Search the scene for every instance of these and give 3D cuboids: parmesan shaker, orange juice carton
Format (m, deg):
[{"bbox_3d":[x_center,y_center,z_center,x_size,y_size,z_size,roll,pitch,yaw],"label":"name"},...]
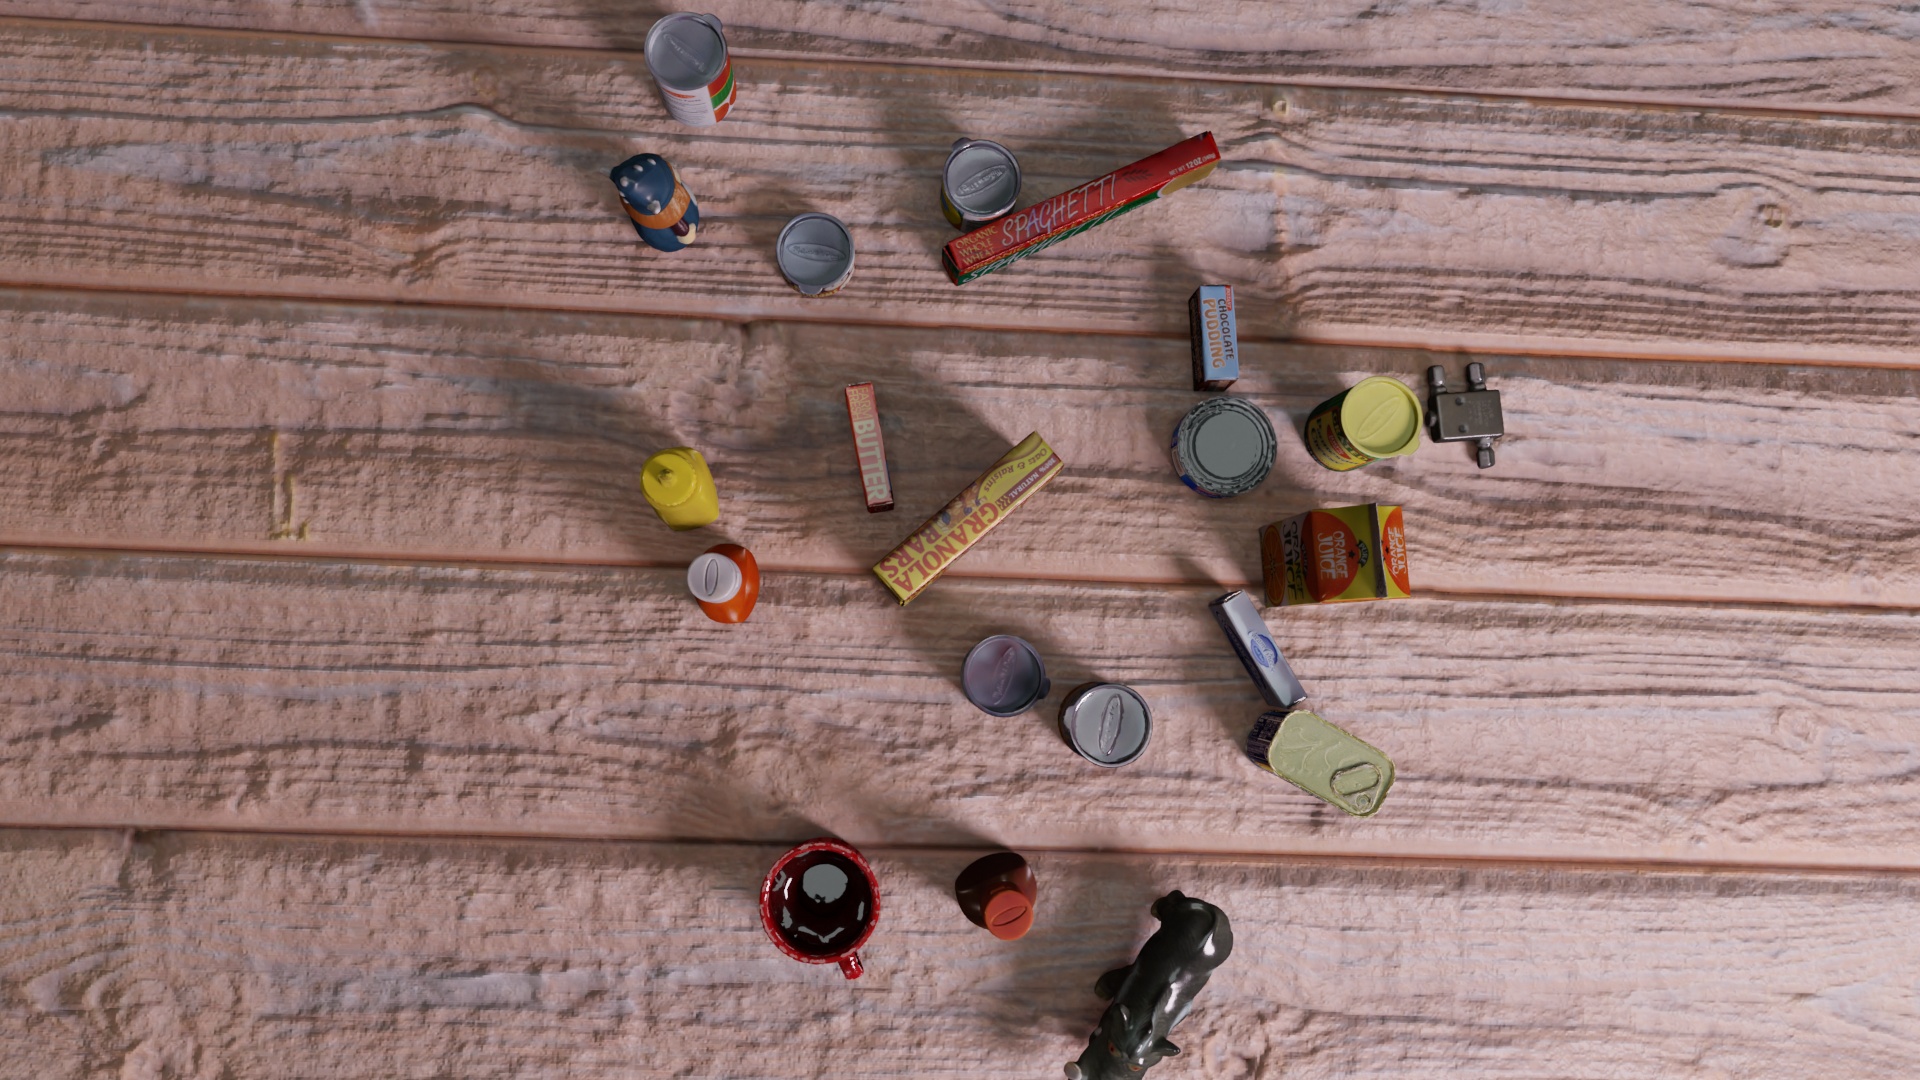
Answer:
[{"bbox_3d":[0.334,-0.092,1.154,0.071,0.103,0.071,0,85,-3],"label":"parmesan shaker"},{"bbox_3d":[0.299,0.014,1.098,0.073,0.192,0.072,-3,86,-4],"label":"orange juice carton"}]

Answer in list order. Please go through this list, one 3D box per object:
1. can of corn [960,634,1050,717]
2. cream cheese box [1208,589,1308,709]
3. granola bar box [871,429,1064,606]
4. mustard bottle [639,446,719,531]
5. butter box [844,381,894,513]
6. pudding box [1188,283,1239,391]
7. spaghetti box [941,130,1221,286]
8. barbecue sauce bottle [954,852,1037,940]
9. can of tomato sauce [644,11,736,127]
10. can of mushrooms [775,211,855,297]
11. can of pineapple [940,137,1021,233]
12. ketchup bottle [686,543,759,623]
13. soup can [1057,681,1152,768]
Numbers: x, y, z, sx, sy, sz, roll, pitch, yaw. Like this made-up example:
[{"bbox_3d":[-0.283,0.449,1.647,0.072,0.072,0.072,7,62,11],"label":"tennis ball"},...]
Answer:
[{"bbox_3d":[0.036,0.112,1.140,0.071,0.058,0.071,0,85,-3],"label":"can of corn"},{"bbox_3d":[0.247,0.091,1.157,0.024,0.053,0.104,-30,87,-5],"label":"cream cheese box"},{"bbox_3d":[0.004,-0.014,1.117,0.166,0.124,0.039,-40,89,-6],"label":"granola bar box"},{"bbox_3d":[-0.223,-0.044,1.087,0.049,0.160,0.065,-17,87,-5],"label":"mustard bottle"},{"bbox_3d":[-0.076,-0.076,1.153,0.024,0.053,0.103,-10,86,-4],"label":"butter box"},{"bbox_3d":[0.215,-0.172,1.181,0.030,0.049,0.083,-2,85,-4],"label":"pudding box"},{"bbox_3d":[0.102,-0.282,1.184,0.250,0.050,0.028,-25,87,-5],"label":"spaghetti box"},{"bbox_3d":[0.031,0.277,1.079,0.065,0.148,0.043,-23,87,-5],"label":"barbecue sauce bottle"},{"bbox_3d":[-0.222,-0.392,1.158,0.071,0.083,0.071,0,85,-3],"label":"can of tomato sauce"},{"bbox_3d":[-0.123,-0.239,1.175,0.071,0.033,0.071,0,85,-3],"label":"can of mushrooms"},{"bbox_3d":[0.016,-0.300,1.177,0.071,0.058,0.071,0,85,-3],"label":"can of pineapple"},{"bbox_3d":[-0.185,0.032,1.088,0.043,0.148,0.065,5,85,-3],"label":"ketchup bottle"},{"bbox_3d":[0.113,0.147,1.129,0.071,0.083,0.071,0,85,-3],"label":"soup can"}]
